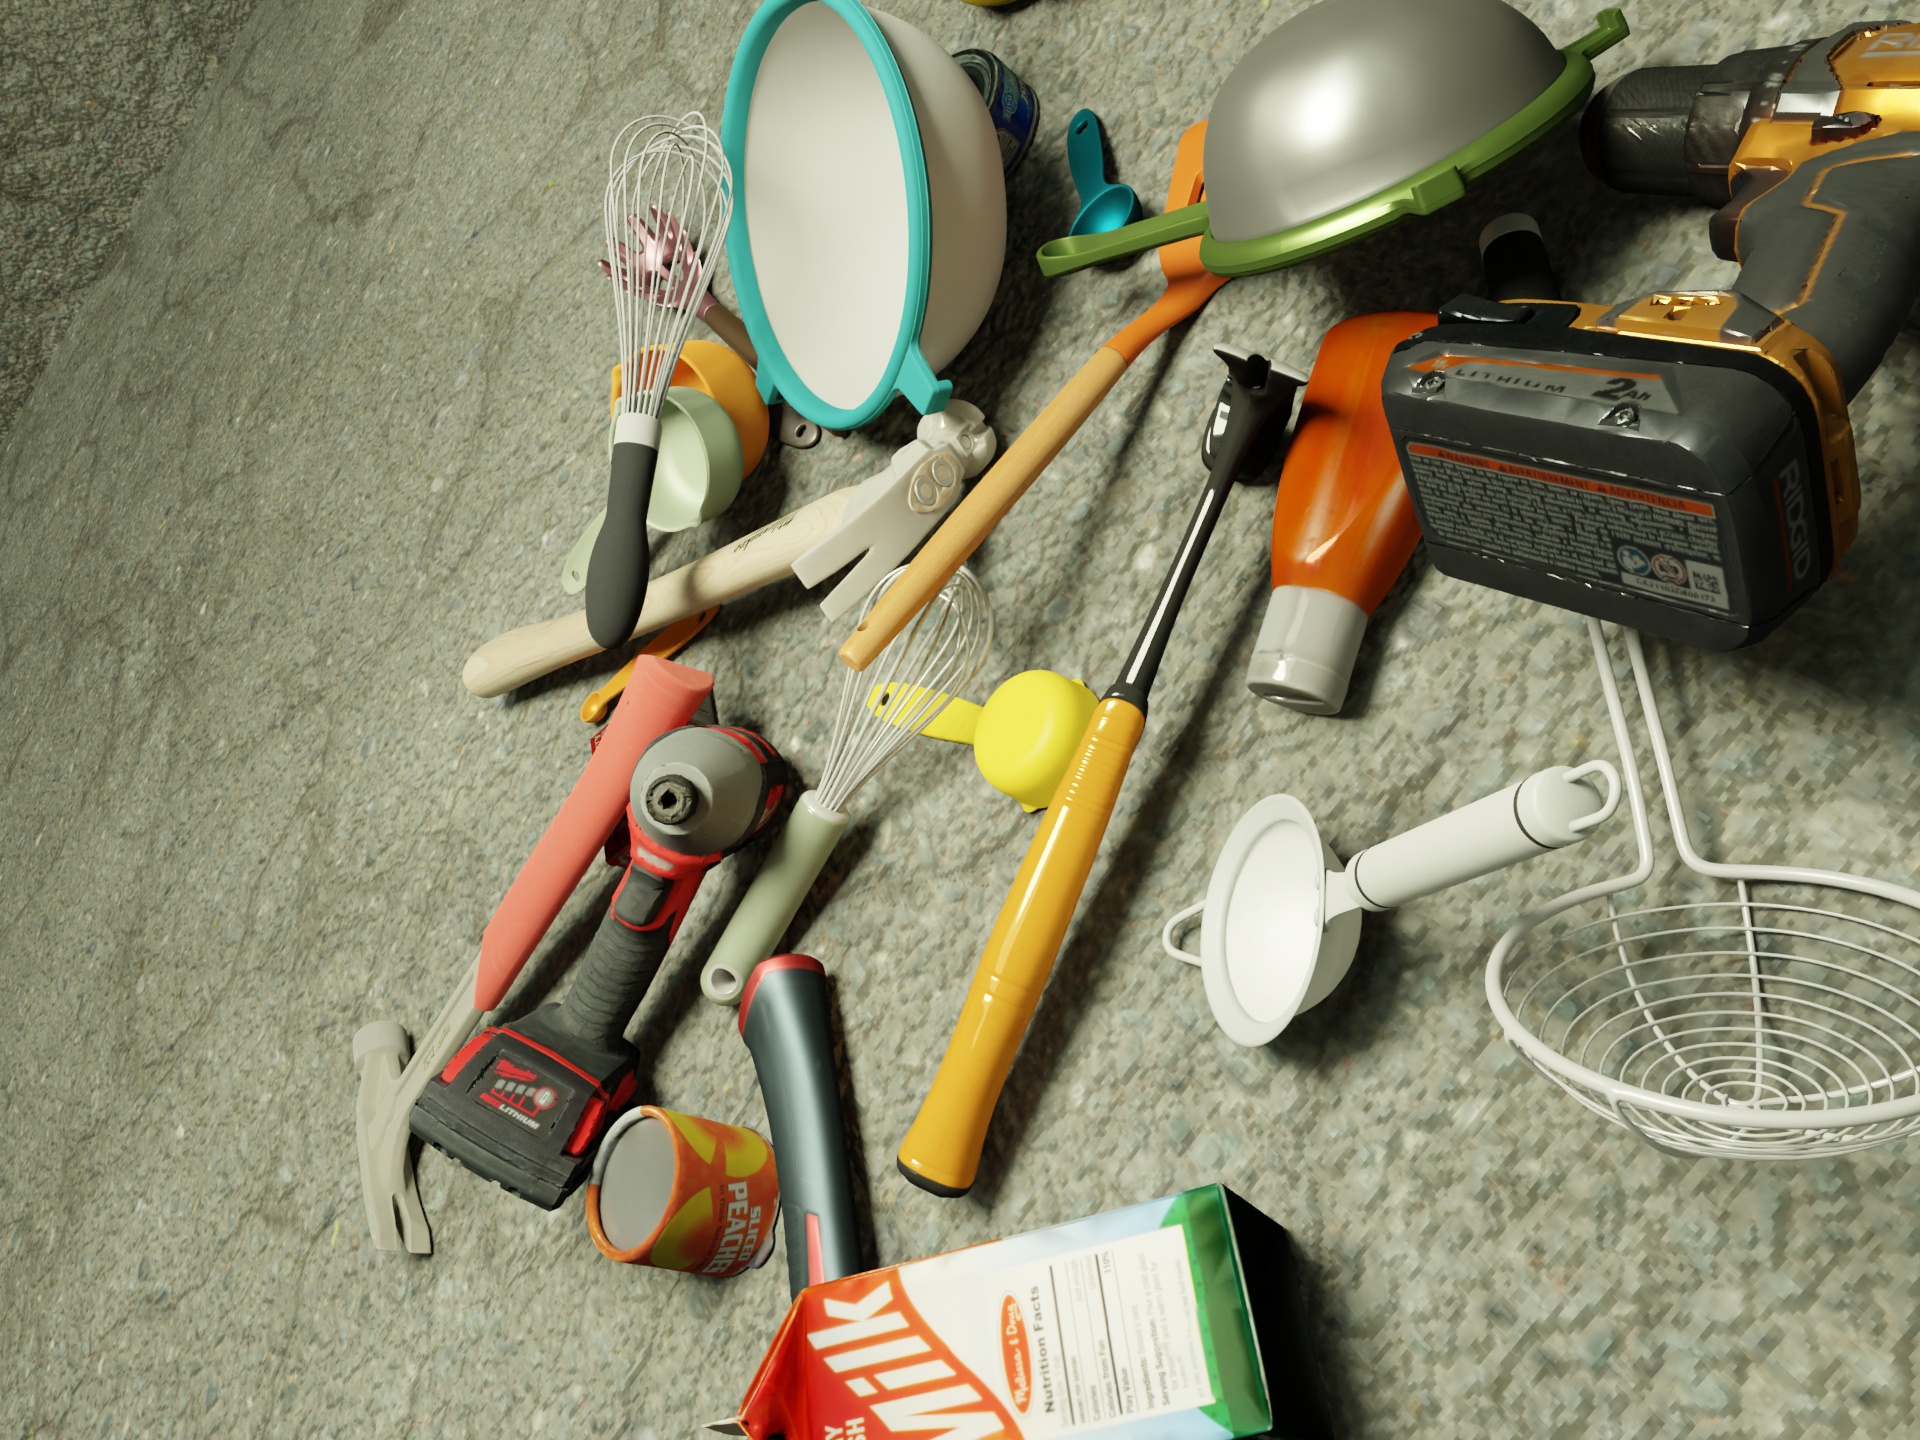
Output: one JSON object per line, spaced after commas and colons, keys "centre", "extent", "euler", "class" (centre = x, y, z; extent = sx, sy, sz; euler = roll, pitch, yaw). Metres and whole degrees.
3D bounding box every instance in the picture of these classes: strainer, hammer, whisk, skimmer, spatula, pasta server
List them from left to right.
{"centre": [-0.232, 0.114, 0.840], "extent": [0.359, 0.036, 0.149], "euler": [-53, 41, 22], "class": "hammer"}
{"centre": [-0.159, -0.175, 0.805], "extent": [0.070, 0.070, 0.285], "euler": [-3, 77, 44], "class": "whisk"}
{"centre": [-0.162, -0.062, 0.859], "extent": [0.410, 0.038, 0.146], "euler": [-16, 27, 43], "class": "hammer"}
{"centre": [-0.145, -0.244, 0.973], "extent": [0.060, 0.040, 0.317], "euler": [-46, 44, 2], "class": "pasta server"}
{"centre": [-0.057, 0.032, 0.723], "extent": [0.246, 0.058, 0.059], "euler": [-59, -4, 18], "class": "whisk"}
{"centre": [-0.033, 0.258, 0.600], "extent": [0.143, 0.038, 0.387], "euler": [-33, 49, 27], "class": "hammer"}
{"centre": [-0.042, -0.319, 0.785], "extent": [0.211, 0.095, 0.340], "euler": [20, 118, 56], "class": "strainer"}
{"centre": [0.048, -0.148, 0.689], "extent": [0.081, 0.041, 0.323], "euler": [18, 63, 48], "class": "spatula"}
{"centre": [0.051, 0.024, 0.603], "extent": [0.034, 0.127, 0.337], "euler": [22, 91, 7], "class": "hammer"}
{"centre": [0.111, -0.228, 0.619], "extent": [0.256, 0.069, 0.151], "euler": [1, 38, 50], "class": "strainer"}
{"centre": [0.125, 0.051, 0.482], "extent": [0.258, 0.050, 0.087], "euler": [126, 152, -71], "class": "strainer"}
{"centre": [0.203, -0.043, 0.484], "extent": [0.127, 0.090, 0.364], "euler": [-8, 59, 12], "class": "skimmer"}

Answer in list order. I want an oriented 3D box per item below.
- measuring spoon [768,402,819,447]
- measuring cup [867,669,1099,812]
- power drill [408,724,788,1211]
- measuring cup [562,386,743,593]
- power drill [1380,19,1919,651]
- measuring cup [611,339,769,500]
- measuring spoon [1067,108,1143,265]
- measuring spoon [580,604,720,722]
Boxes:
{"centre": [-0.119, -0.183, 0.928], "extent": [0.124, 0.018, 0.034], "euler": [34, 94, 47], "class": "measuring spoon"}
{"centre": [-0.001, -0.002, 0.709], "extent": [0.157, 0.029, 0.062], "euler": [15, 80, 48], "class": "measuring cup"}
{"centre": [-0.156, 0.102, 0.732], "extent": [0.219, 0.078, 0.143], "euler": [-61, -2, 2], "class": "power drill"}
{"centre": [-0.176, -0.122, 0.891], "extent": [0.167, 0.038, 0.083], "euler": [-40, 81, 43], "class": "measuring cup"}
{"centre": [0.224, -0.134, 0.476], "extent": [0.226, 0.084, 0.185], "euler": [-42, 37, -16], "class": "power drill"}
{"centre": [-0.169, -0.146, 0.935], "extent": [0.095, 0.052, 0.173], "euler": [46, 131, 15], "class": "measuring cup"}
{"centre": [0.071, -0.266, 0.791], "extent": [0.042, 0.021, 0.129], "euler": [-35, 39, 30], "class": "measuring spoon"}
{"centre": [-0.178, -0.033, 0.918], "extent": [0.117, 0.011, 0.021], "euler": [-36, 43, 21], "class": "measuring spoon"}
